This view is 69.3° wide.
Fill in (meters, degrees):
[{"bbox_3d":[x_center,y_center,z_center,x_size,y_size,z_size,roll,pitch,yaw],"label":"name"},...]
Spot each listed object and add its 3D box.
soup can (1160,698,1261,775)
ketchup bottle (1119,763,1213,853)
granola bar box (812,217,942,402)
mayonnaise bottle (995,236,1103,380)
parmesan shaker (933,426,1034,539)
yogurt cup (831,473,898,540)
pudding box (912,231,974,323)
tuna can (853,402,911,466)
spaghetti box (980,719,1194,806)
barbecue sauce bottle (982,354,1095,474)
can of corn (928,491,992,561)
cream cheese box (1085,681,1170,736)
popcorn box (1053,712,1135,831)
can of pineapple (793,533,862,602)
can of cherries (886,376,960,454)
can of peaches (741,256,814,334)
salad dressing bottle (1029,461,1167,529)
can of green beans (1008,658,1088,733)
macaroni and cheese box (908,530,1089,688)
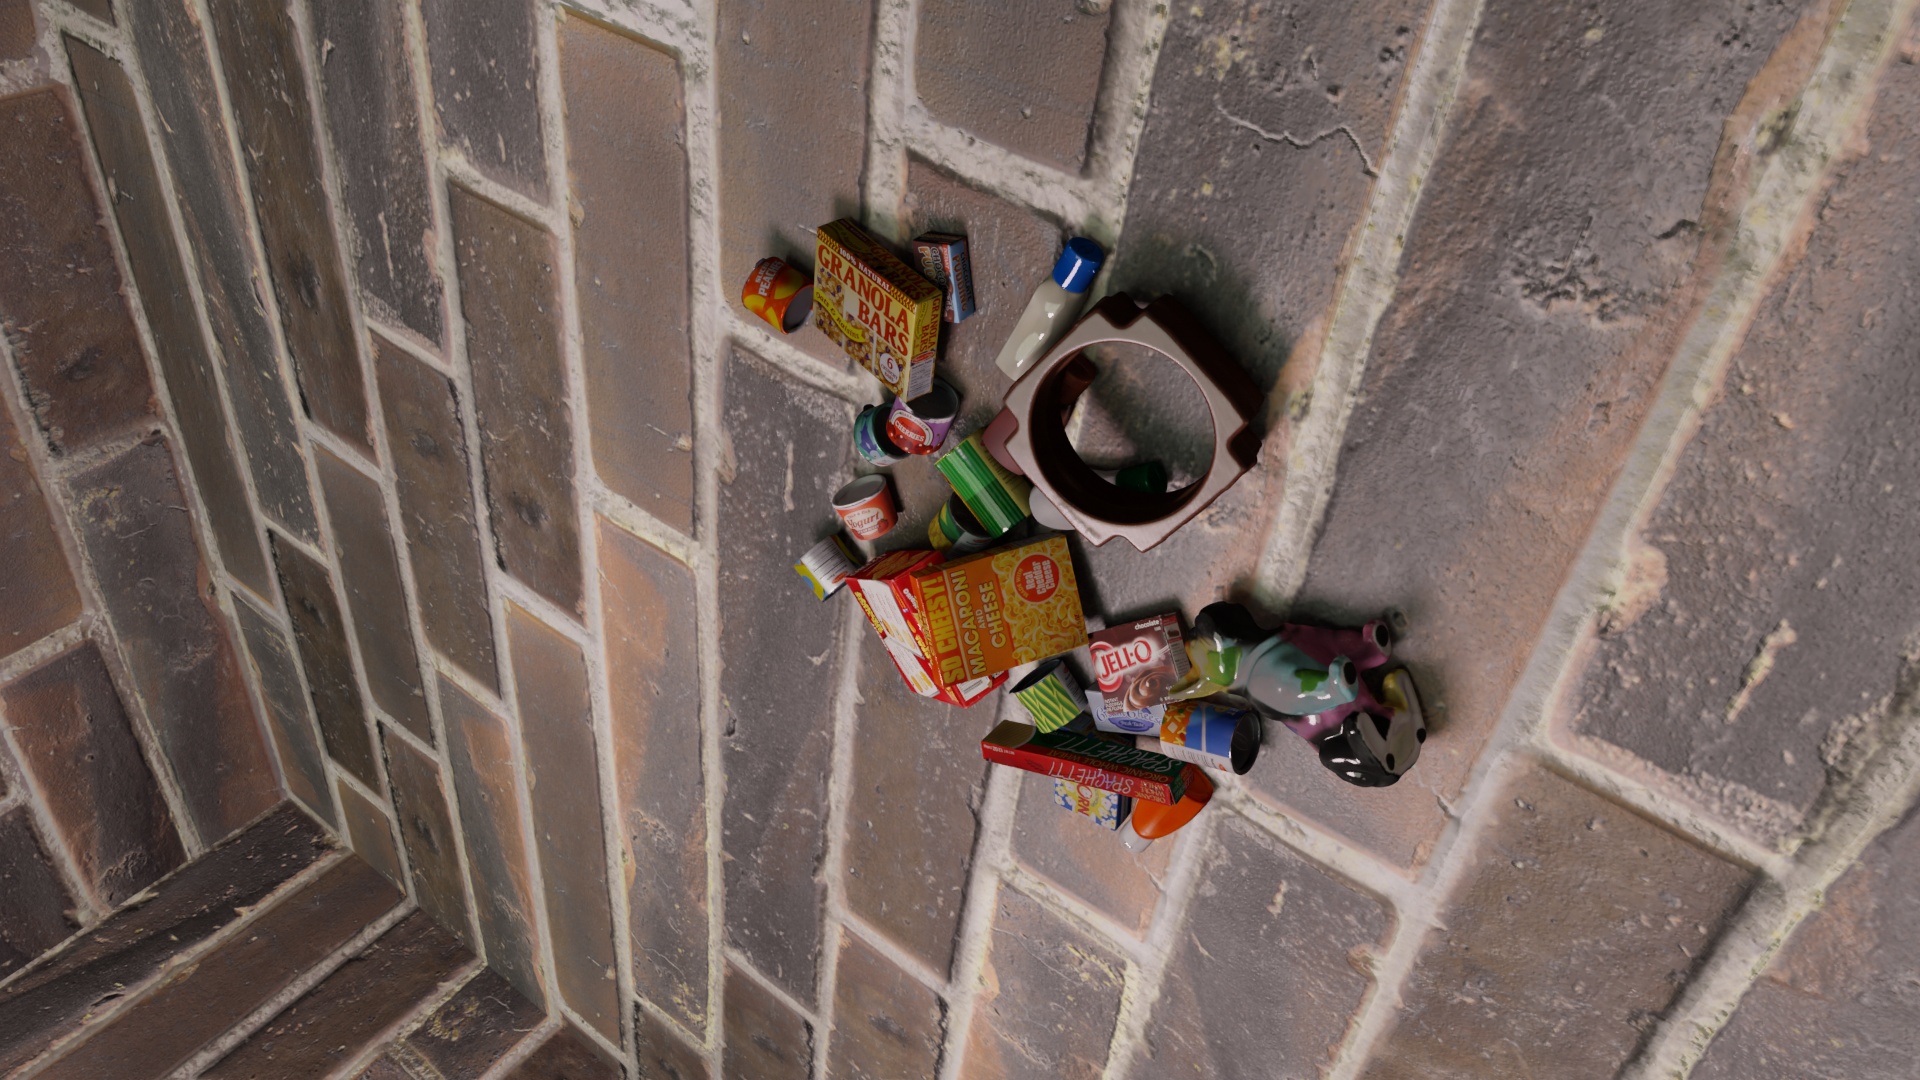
[{"bbox_3d":[0.259,0.199,1.437,0.084,0.072,0.071,9,123,38],"label":"soup can"},{"bbox_3d":[0.223,0.302,1.554,0.065,0.044,0.148,42,138,12],"label":"ketchup bottle"},{"bbox_3d":[-0.087,-0.238,1.429,0.166,0.039,0.123,42,142,31],"label":"granola bar box"},{"bbox_3d":[0.086,-0.217,1.304,0.041,0.065,0.147,44,134,14],"label":"mayonnaise bottle"},{"bbox_3d":[0.028,-0.058,1.455,0.103,0.072,0.071,53,138,-1],"label":"parmesan shaker"},{"bbox_3d":[-0.107,-0.037,1.597,0.072,0.073,0.053,-1,125,42],"label":"yogurt cup"},{"bbox_3d":[-0.016,-0.262,1.384,0.050,0.030,0.083,16,127,33],"label":"pudding box"},{"bbox_3d":[-0.082,-0.119,1.516,0.032,0.071,0.071,-15,107,45],"label":"tuna can"},{"bbox_3d":[0.136,0.242,1.525,0.250,0.050,0.028,7,121,38],"label":"spaghetti box"},{"bbox_3d":[0.081,-0.128,1.381,0.065,0.044,0.147,45,137,3],"label":"barbecue sauce bottle"},{"bbox_3d":[0.005,-0.019,1.509,0.071,0.071,0.058,46,138,6],"label":"can of corn"},{"bbox_3d":[0.189,0.184,1.517,0.103,0.024,0.053,0,116,42],"label":"cream cheese box"},{"bbox_3d":[0.153,0.264,1.594,0.085,0.038,0.126,22,130,30],"label":"popcorn box"},{"bbox_3d":[-0.160,0.033,1.690,0.058,0.071,0.070,51,138,2],"label":"can of pineapple"},{"bbox_3d":[-0.042,-0.131,1.466,0.071,0.072,0.058,40,137,13],"label":"can of cherries"},{"bbox_3d":[-0.195,-0.267,1.510,0.058,0.071,0.070,36,136,16],"label":"can of peaches"},{"bbox_3d":[0.137,-0.048,1.388,0.147,0.044,0.064,-11,108,43],"label":"salad dressing bottle"},{"bbox_3d":[0.101,0.174,1.556,0.071,0.071,0.058,-28,98,48],"label":"can of green beans"},{"bbox_3d":[0.041,0.072,1.452,0.040,0.167,0.123,-161,57,-72],"label":"macaroni and cheese box"}]
